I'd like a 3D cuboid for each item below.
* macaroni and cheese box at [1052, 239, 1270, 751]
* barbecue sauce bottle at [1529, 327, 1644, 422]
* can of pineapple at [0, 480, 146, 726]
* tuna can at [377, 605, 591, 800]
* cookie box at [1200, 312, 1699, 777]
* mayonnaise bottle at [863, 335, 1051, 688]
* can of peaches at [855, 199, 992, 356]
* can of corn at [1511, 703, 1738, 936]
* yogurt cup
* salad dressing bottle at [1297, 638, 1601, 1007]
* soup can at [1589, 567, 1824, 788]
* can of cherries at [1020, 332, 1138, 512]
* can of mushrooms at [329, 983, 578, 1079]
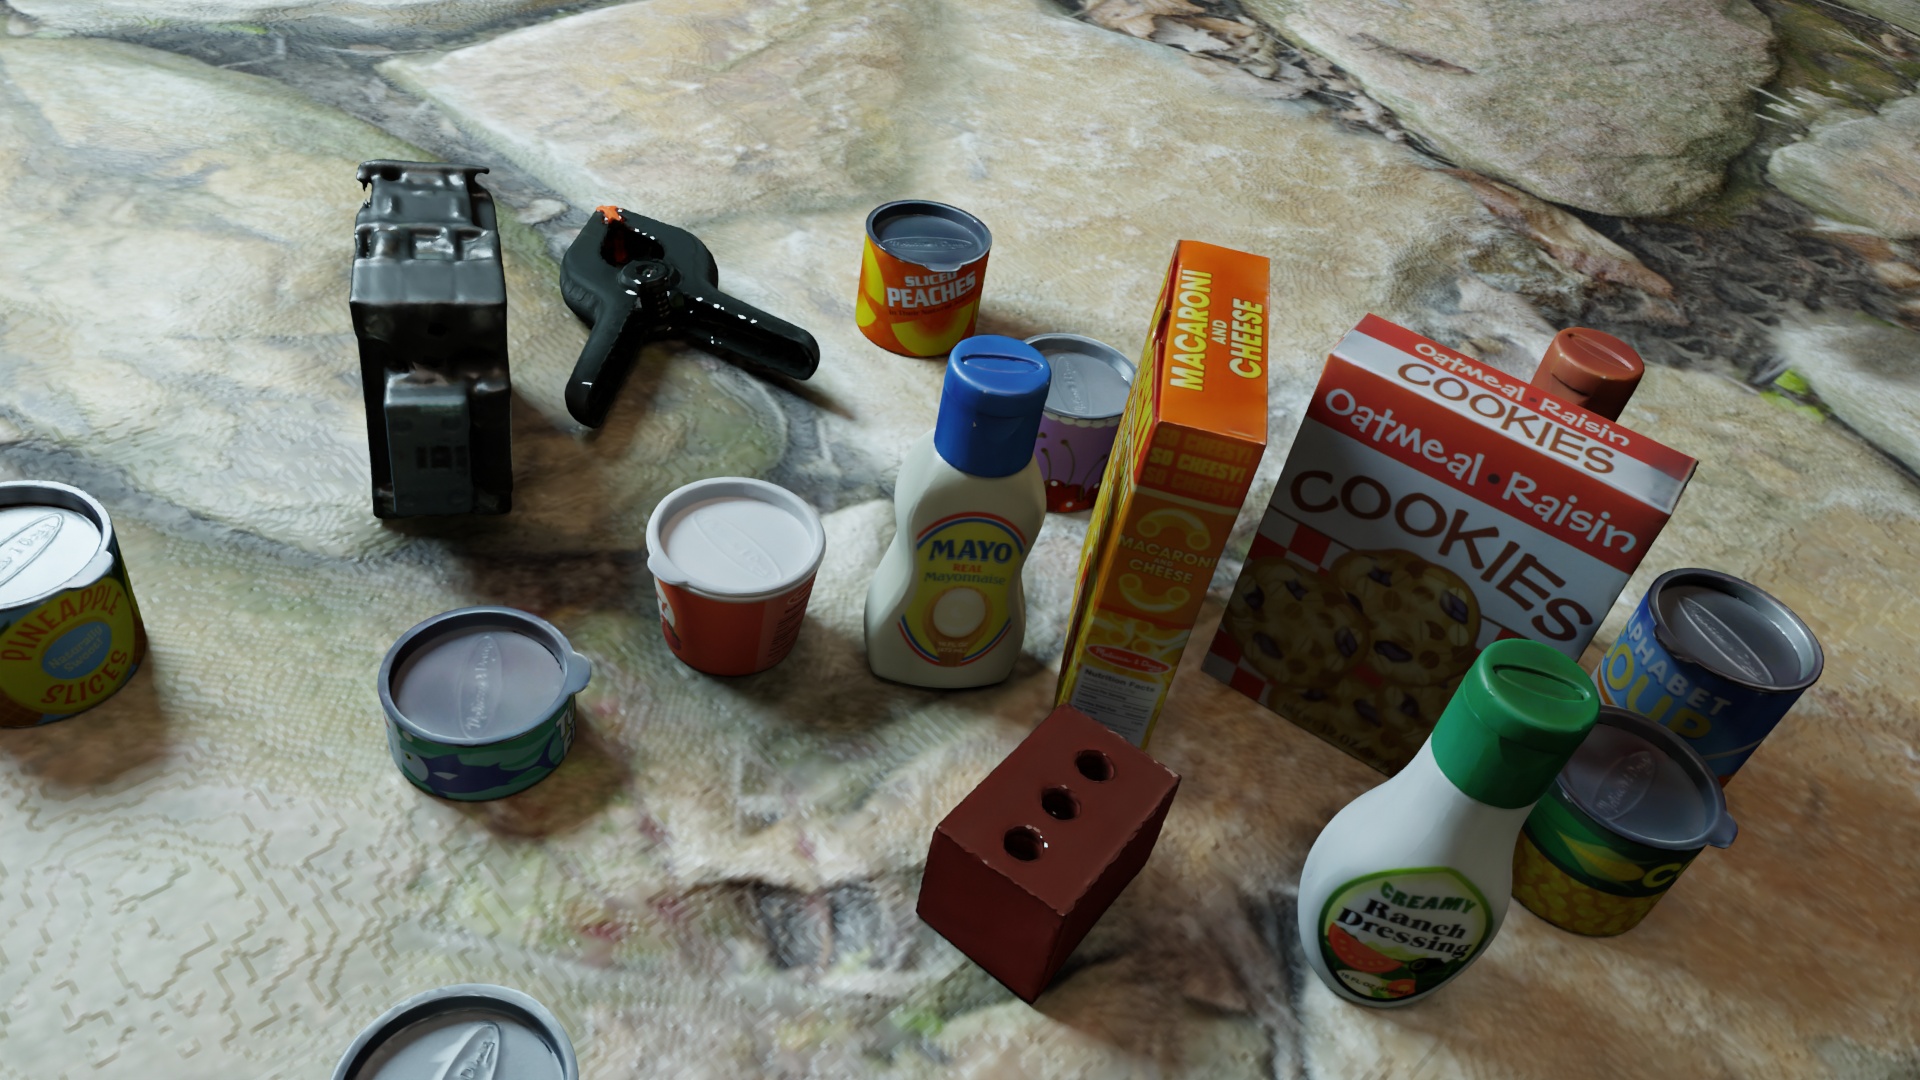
[{"bbox_3d":[0.074,-0.012,0.532,0.040,0.165,0.124,14,41,2],"label":"macaroni and cheese box"},{"bbox_3d":[0.241,-0.021,0.595,0.044,0.147,0.065,-27,54,-36],"label":"barbecue sauce bottle"},{"bbox_3d":[-0.323,0.023,0.479,0.071,0.057,0.071,7,41,-6],"label":"can of pineapple"},{"bbox_3d":[-0.168,0.058,0.496,0.071,0.032,0.071,7,41,-6],"label":"tuna can"},{"bbox_3d":[0.175,0.013,0.527,0.123,0.166,0.040,30,44,19],"label":"cookie box"},{"bbox_3d":[0.002,-0.007,0.522,0.065,0.147,0.041,4,42,-10],"label":"mayonnaise bottle"},{"bbox_3d":[-0.020,-0.136,0.730,0.071,0.057,0.071,7,41,-6],"label":"can of peaches"},{"bbox_3d":[0.242,0.107,0.521,0.071,0.058,0.071,7,41,-6],"label":"can of corn"},{"bbox_3d":[-0.089,0.016,0.546,0.072,0.053,0.073,7,41,-6],"label":"yogurt cup"},{"bbox_3d":[0.155,0.094,0.447,0.064,0.146,0.044,16,41,4],"label":"salad dressing bottle"},{"bbox_3d":[0.290,0.063,0.562,0.071,0.083,0.072,7,41,-6],"label":"soup can"},{"bbox_3d":[0.051,-0.055,0.655,0.071,0.058,0.072,7,41,-6],"label":"can of cherries"},{"bbox_3d":[-0.138,0.162,0.386,0.071,0.033,0.071,7,41,-6],"label":"can of mushrooms"}]
